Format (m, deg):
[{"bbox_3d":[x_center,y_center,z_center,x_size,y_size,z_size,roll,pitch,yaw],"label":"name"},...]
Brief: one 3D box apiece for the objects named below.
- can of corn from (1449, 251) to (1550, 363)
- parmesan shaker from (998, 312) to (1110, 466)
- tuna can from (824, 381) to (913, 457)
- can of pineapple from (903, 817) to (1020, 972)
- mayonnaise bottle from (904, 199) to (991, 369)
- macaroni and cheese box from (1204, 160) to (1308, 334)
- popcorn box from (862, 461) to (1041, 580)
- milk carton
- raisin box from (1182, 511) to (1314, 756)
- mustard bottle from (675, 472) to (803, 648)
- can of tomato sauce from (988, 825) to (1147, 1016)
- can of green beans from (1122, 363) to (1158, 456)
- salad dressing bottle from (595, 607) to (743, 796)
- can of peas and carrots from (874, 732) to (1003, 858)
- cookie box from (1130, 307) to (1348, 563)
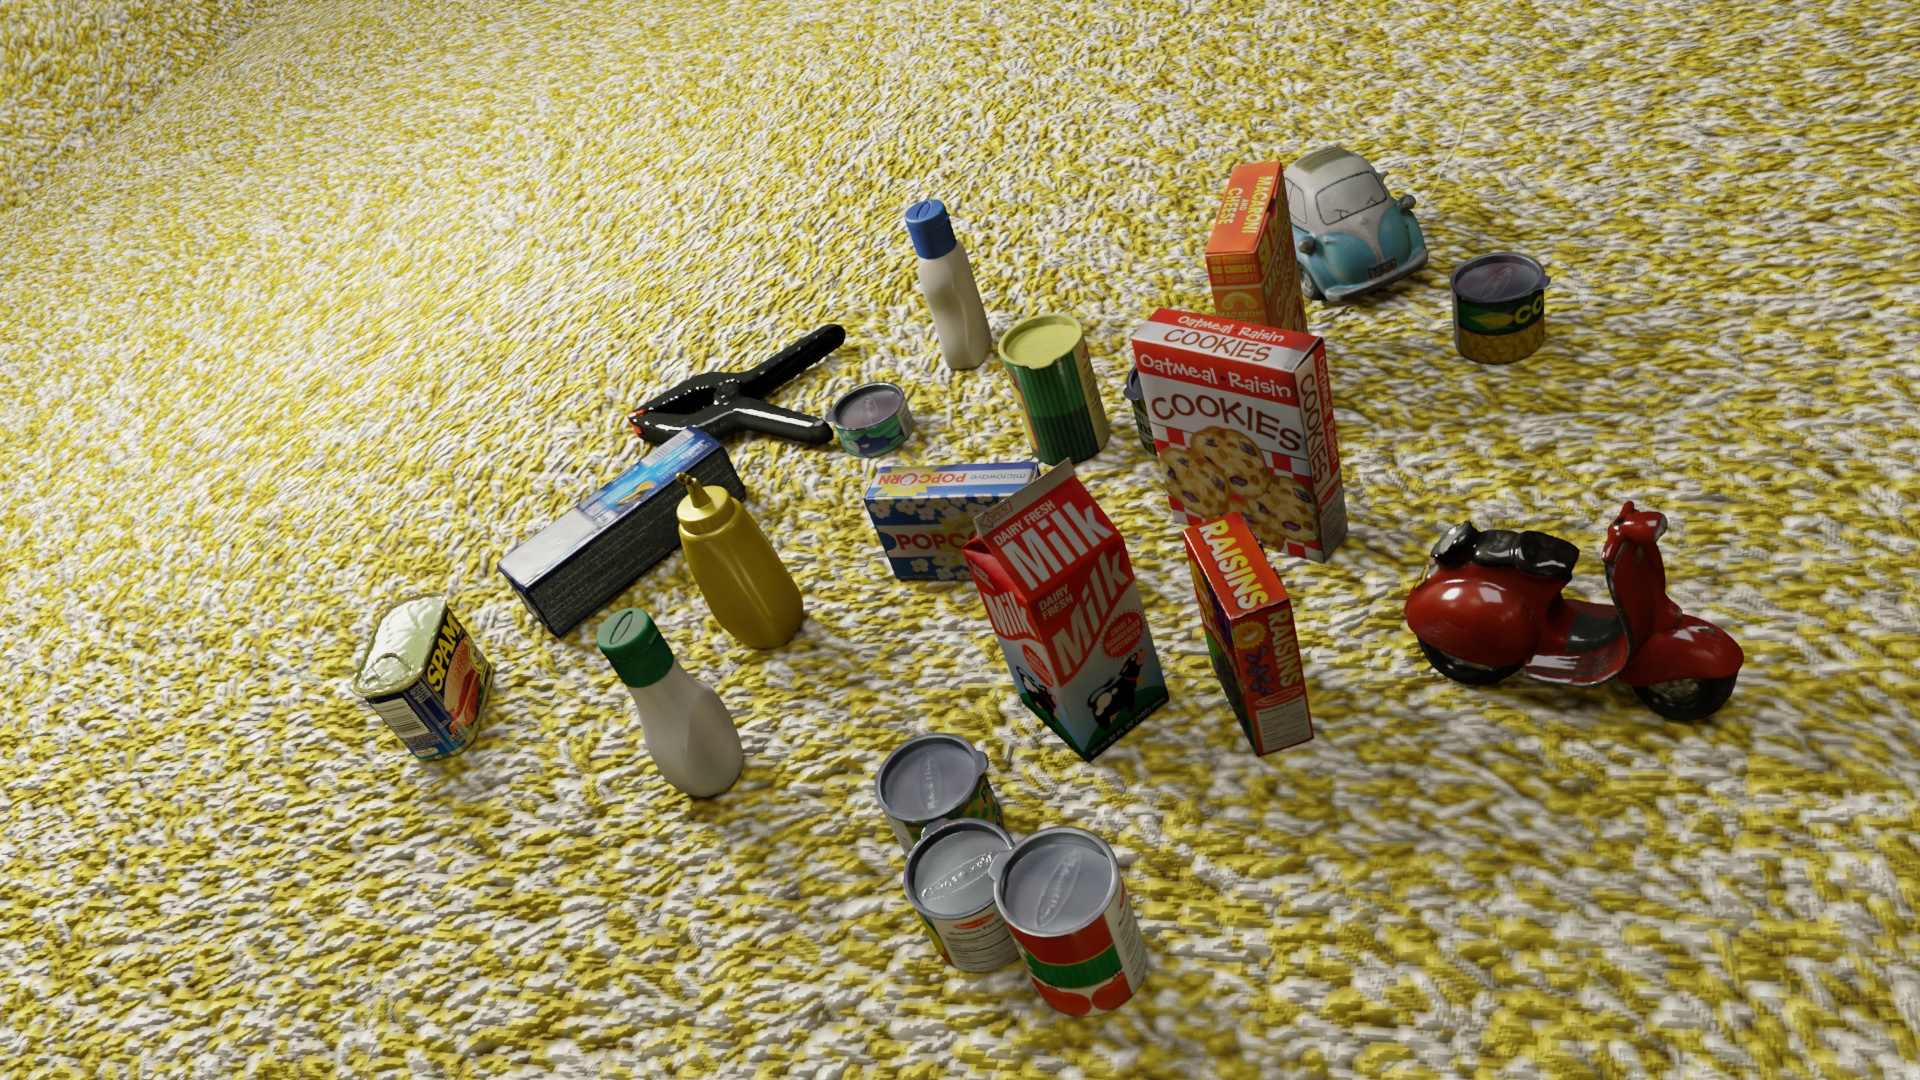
[{"bbox_3d":[0.407,-0.175,1.046,0.071,0.058,0.071,-12,40,10],"label":"can of corn"},{"bbox_3d":[0.074,-0.115,1.083,0.071,0.102,0.072,-12,40,10],"label":"parmesan shaker"},{"bbox_3d":[-0.077,-0.103,1.188,0.071,0.032,0.071,-12,40,10],"label":"tuna can"},{"bbox_3d":[0.007,0.200,0.787,0.071,0.057,0.071,-12,40,10],"label":"can of pineapple"},{"bbox_3d":[-0.011,-0.224,1.208,0.041,0.147,0.065,-3,42,20],"label":"mayonnaise bottle"},{"bbox_3d":[0.227,-0.180,1.044,0.040,0.165,0.124,1,44,24],"label":"macaroni and cheese box"},{"bbox_3d":[0.004,-0.013,1.010,0.126,0.084,0.038,-1,43,22],"label":"popcorn box"},{"bbox_3d":[0.061,0.038,0.845,0.072,0.189,0.073,-34,41,-16],"label":"milk carton"},{"bbox_3d":[0.173,0.056,0.830,0.040,0.122,0.086,-19,39,2],"label":"raisin box"},{"bbox_3d":[-0.165,0.009,0.996,0.065,0.159,0.049,7,47,30],"label":"mustard bottle"},{"bbox_3d":[0.058,0.204,0.741,0.071,0.082,0.071,-12,40,10],"label":"can of tomato sauce"},{"bbox_3d":[0.165,-0.105,1.069,0.071,0.057,0.071,-12,40,10],"label":"can of green beans"},{"bbox_3d":[-0.189,0.106,0.906,0.044,0.147,0.064,-1,43,22],"label":"salad dressing bottle"},{"bbox_3d":[-0.010,0.159,0.840,0.071,0.058,0.071,-12,40,10],"label":"can of peas and carrots"},{"bbox_3d":[0.190,-0.071,0.934,0.123,0.166,0.040,19,53,38],"label":"cookie box"}]
